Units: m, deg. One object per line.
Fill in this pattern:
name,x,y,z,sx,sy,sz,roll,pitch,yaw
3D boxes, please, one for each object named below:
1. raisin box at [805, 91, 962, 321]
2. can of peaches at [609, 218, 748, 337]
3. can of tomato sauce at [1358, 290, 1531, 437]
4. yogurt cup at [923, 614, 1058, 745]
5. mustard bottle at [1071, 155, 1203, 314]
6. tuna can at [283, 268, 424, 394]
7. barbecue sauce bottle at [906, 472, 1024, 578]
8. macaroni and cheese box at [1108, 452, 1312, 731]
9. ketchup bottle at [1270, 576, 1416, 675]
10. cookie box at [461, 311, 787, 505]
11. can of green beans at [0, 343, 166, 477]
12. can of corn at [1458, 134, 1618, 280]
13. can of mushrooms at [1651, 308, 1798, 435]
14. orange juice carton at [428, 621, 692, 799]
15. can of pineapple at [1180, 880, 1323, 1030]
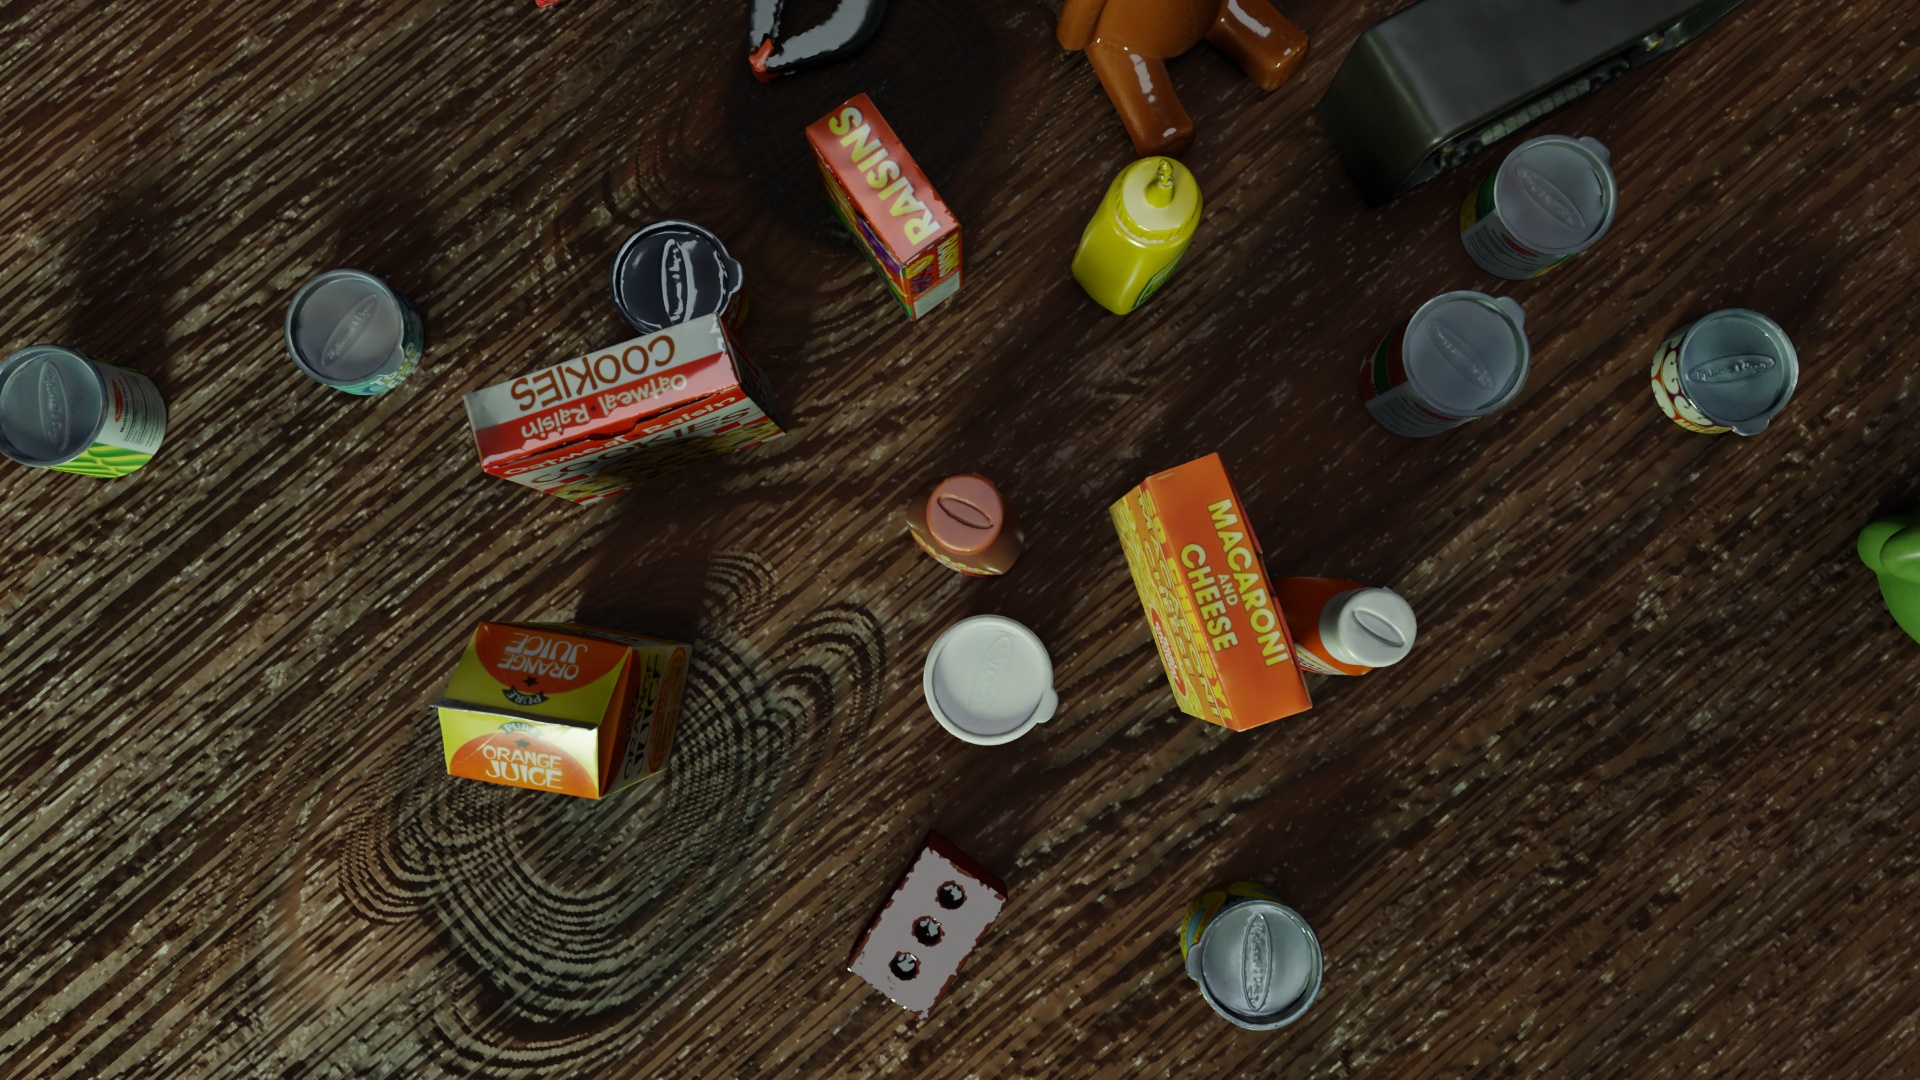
raisin box,-0.038,-0.172,0.735,0.040,0.123,0.086,-35,87,-2
can of peaches,-0.151,-0.136,0.764,0.071,0.058,0.071,0,86,0
can of tomato sauce,0.260,-0.095,0.750,0.071,0.083,0.071,0,86,0
yogurt cup,0.015,0.074,0.751,0.072,0.054,0.072,0,86,0
mustard bottle,0.095,-0.162,0.716,0.049,0.160,0.065,41,87,2
tuna can,-0.335,-0.114,0.775,0.071,0.033,0.071,0,86,0
barbecue sauce bottle,0.003,-0.009,0.710,0.065,0.148,0.043,28,87,2
macaroni and cheese box,0.121,0.027,0.699,0.040,0.166,0.123,-19,86,-1
ketchup bottle,0.191,0.043,0.707,0.065,0.148,0.043,32,87,2
cookie box,-0.161,-0.061,0.704,0.123,0.167,0.040,-19,87,-1
can of green beans,-0.481,-0.069,0.758,0.071,0.058,0.071,0,86,0
can of corn,0.320,-0.185,0.770,0.071,0.058,0.071,0,86,0
can of mushrooms,0.426,-0.091,0.776,0.071,0.033,0.071,0,86,0
orange juice carton,-0.190,0.080,0.680,0.072,0.192,0.073,10,86,1
can of pineapple,0.152,0.218,0.739,0.071,0.058,0.071,0,86,0
